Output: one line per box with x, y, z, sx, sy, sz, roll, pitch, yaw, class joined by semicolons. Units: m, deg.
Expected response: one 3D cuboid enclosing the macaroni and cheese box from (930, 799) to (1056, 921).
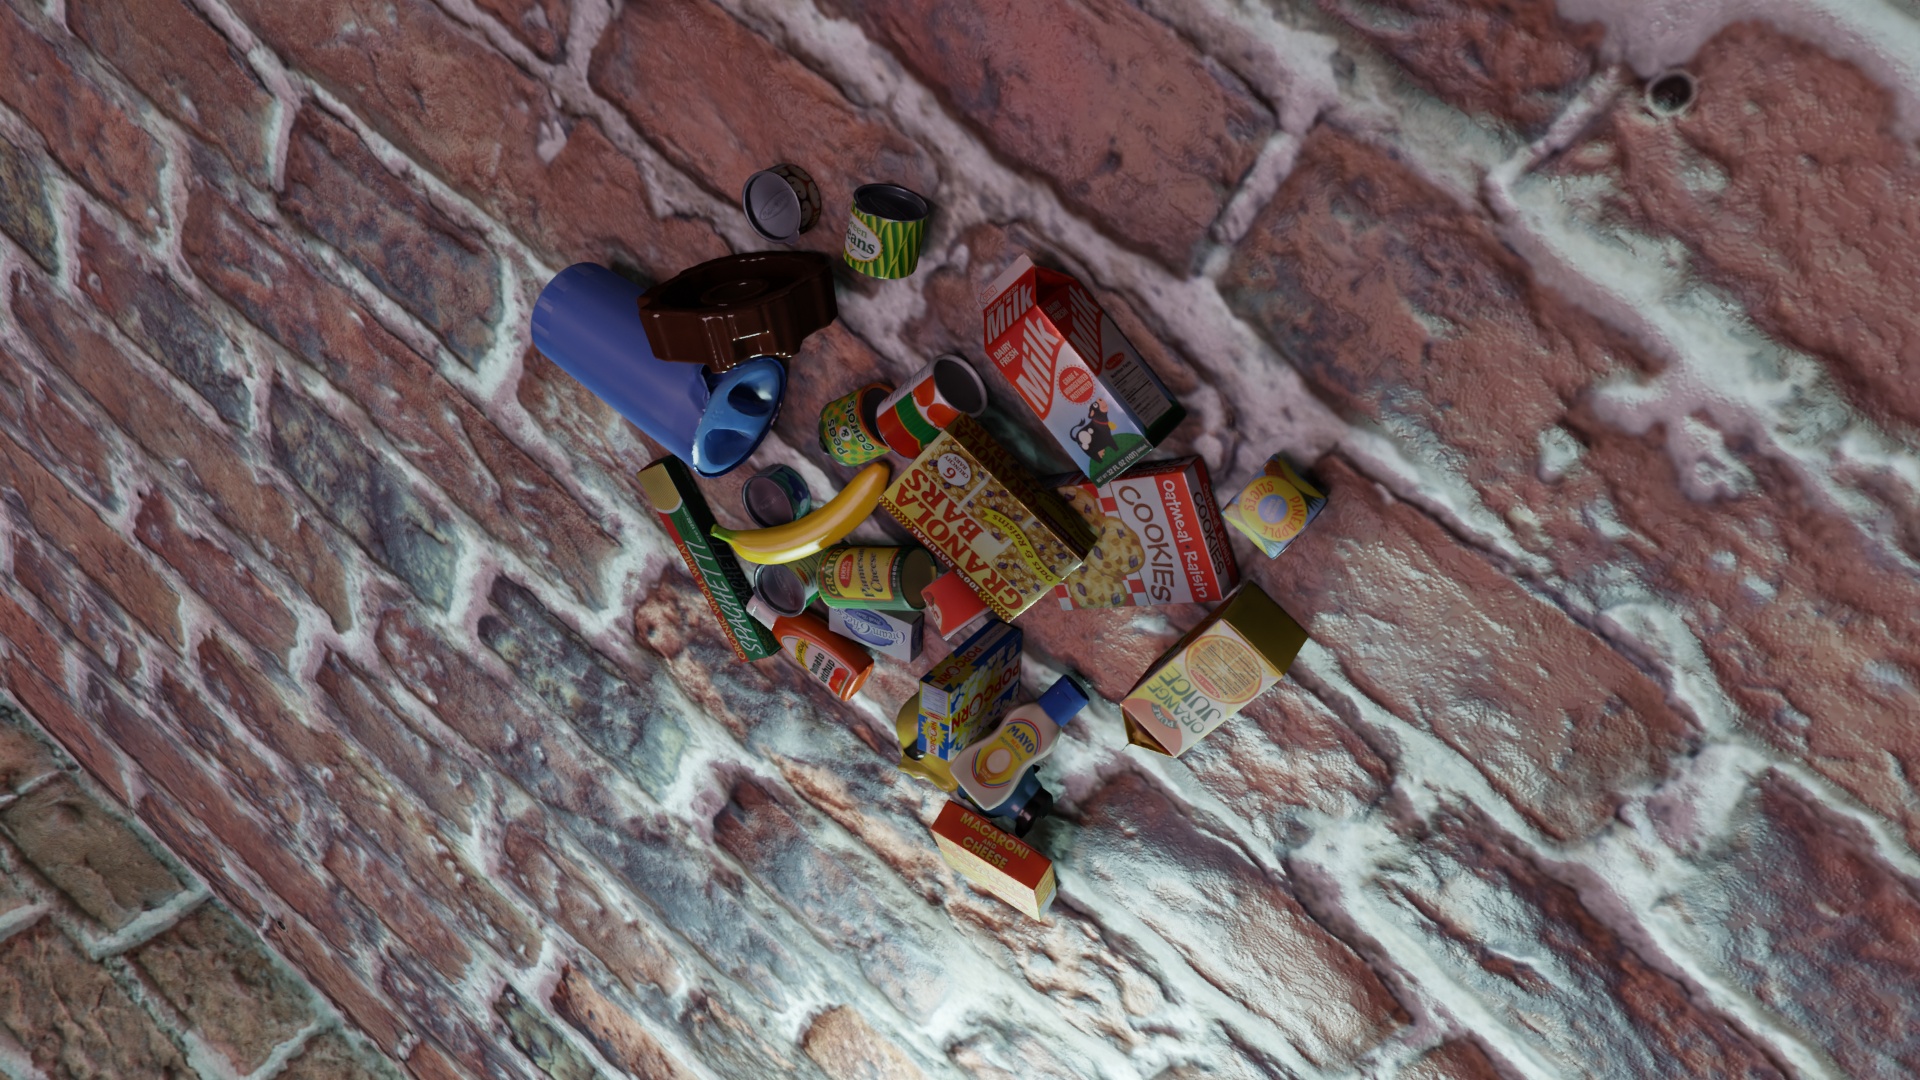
0.037;0.334;1.448;0.124;0.040;0.165;28;160;17;macaroni and cheese box

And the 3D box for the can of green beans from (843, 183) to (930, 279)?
-0.064;-0.265;1.194;0.071;0.071;0.057;29;130;16;can of green beans

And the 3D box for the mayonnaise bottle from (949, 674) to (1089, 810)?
0.061;0.192;1.351;0.148;0.041;0.065;-45;80;8;mayonnaise bottle

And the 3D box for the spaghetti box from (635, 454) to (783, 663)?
-0.275;0.023;1.532;0.050;0.029;0.249;-16;106;40;spaghetti box

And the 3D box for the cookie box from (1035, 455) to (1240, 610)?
0.149;-0.004;1.224;0.167;0.040;0.122;-6;113;37;cookie box

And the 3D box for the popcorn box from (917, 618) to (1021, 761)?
0.010;0.143;1.346;0.038;0.127;0.084;22;127;27;popcorn box

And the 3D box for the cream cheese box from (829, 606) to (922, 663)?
-0.088;0.085;1.447;0.104;0.024;0.053;20;127;23;cream cheese box

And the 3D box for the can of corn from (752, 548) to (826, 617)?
-0.174;0.038;1.453;0.071;0.058;0.070;16;125;25;can of corn

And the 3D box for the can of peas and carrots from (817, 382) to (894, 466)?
-0.092;-0.108;1.302;0.058;0.071;0.071;-20;104;39;can of peas and carrots

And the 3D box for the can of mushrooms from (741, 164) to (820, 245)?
-0.161;-0.303;1.258;0.071;0.034;0.070;16;124;25;can of mushrooms

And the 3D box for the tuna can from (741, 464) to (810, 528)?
-0.188;-0.042;1.432;0.071;0.033;0.070;17;125;26;tuna can

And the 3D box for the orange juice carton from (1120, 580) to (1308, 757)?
0.212;0.126;1.237;0.073;0.072;0.191;45;132;4;orange juice carton

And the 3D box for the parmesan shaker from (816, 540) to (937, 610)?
-0.083;0.034;1.386;0.103;0.072;0.071;0;116;33;parmesan shaker

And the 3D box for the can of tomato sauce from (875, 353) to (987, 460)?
-0.025;-0.119;1.255;0.082;0.071;0.071;-34;95;41;can of tomato sauce

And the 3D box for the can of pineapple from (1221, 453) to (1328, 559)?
0.253;-0.027;1.120;0.058;0.071;0.070;42;132;6;can of pineapple

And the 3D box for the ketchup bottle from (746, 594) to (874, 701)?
-0.163;0.106;1.497;0.149;0.044;0.064;38;136;10;ketchup bottle

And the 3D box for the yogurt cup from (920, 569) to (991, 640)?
-0.002;0.057;1.346;0.072;0.073;0.054;-38;85;42;yogurt cup

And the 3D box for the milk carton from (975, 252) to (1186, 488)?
0.092;-0.146;1.155;0.190;0.074;0.072;51;132;-2;milk carton

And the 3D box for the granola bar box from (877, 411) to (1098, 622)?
0.023;-0.019;1.237;0.165;0.039;0.123;44;135;-3;granola bar box
